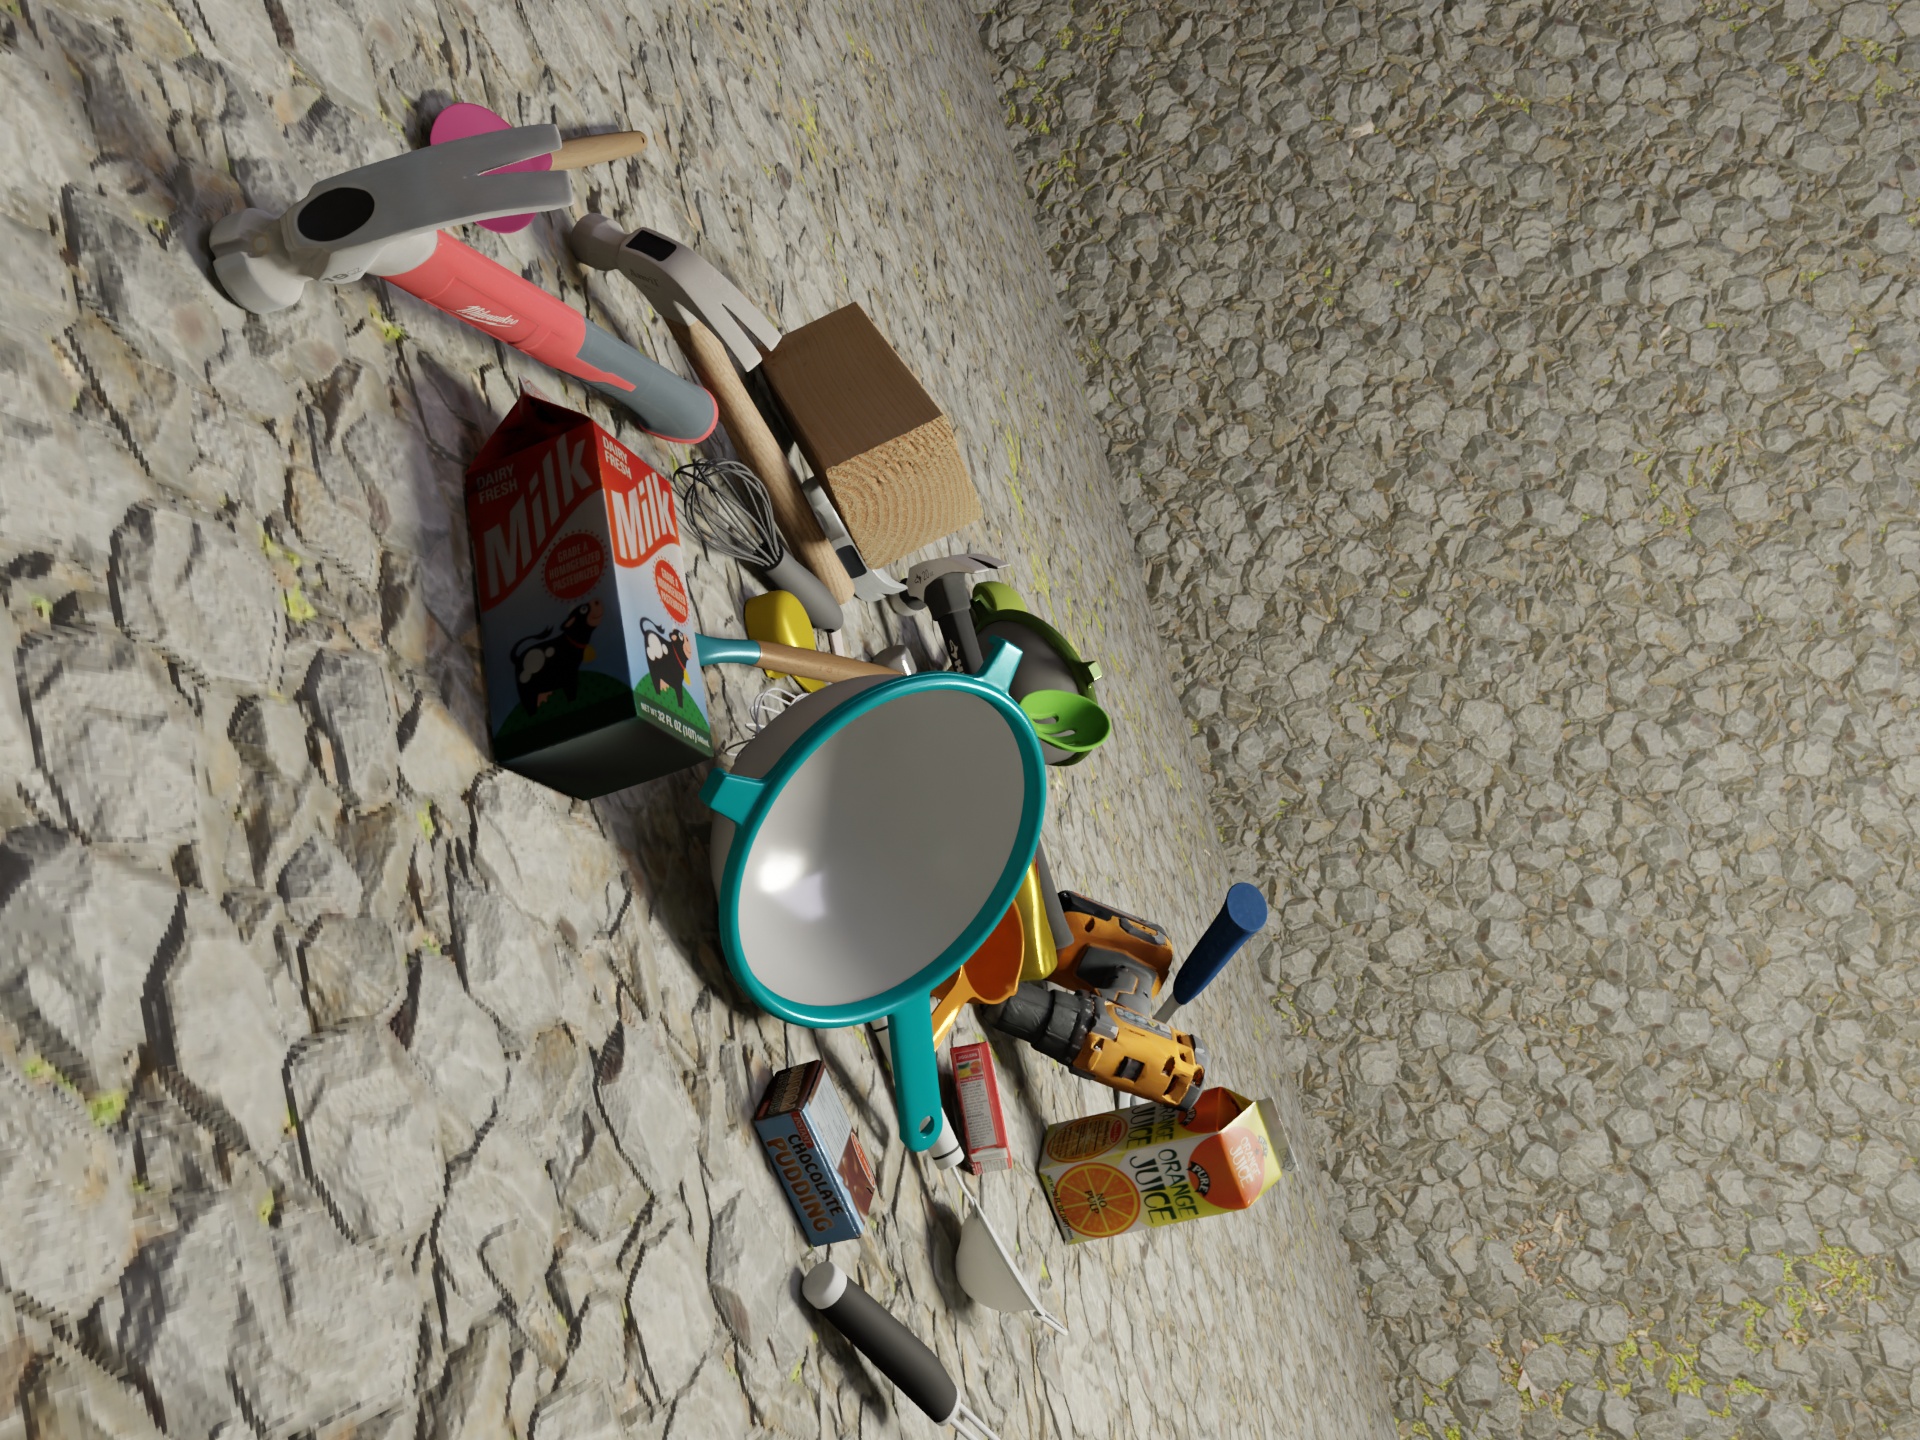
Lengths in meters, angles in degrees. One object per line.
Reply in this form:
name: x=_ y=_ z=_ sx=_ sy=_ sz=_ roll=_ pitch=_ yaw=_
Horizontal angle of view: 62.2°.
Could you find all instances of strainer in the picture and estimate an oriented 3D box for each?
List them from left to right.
strainer: x=-0.056 y=0.108 z=0.911 sx=0.095 sy=0.211 sz=0.340 roll=34 pitch=-40 yaw=42
strainer: x=-0.007 y=0.287 z=1.016 sx=0.087 sy=0.050 sz=0.258 roll=165 pitch=-100 yaw=-82
strainer: x=0.041 y=0.026 z=1.397 sx=0.069 sy=0.152 sz=0.256 roll=-31 pitch=139 yaw=-35

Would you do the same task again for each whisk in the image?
whisk: x=-0.123 y=-0.109 z=1.049 sx=0.238 sy=0.055 sz=0.055 roll=49 pitch=27 yaw=-65
whisk: x=-0.065 y=0.019 z=1.024 sx=0.284 sy=0.070 sz=0.070 roll=10 pitch=63 yaw=-69

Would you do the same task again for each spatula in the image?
spatula: x=-0.105 y=-0.042 z=0.978 sx=0.317 sy=0.044 sz=0.082 roll=9 pitch=59 yaw=-62

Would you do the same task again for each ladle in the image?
ladle: x=0.005 y=-0.064 z=1.501 sx=0.320 sy=0.062 sz=0.078 roll=-51 pitch=125 yaw=-65

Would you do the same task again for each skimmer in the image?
skimmer: x=0.001 y=0.426 z=0.897 sx=0.363 sy=0.090 sz=0.127 roll=53 pitch=24 yaw=-26

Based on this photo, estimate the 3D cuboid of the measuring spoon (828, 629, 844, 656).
measuring spoon: x=-0.085 y=-0.057 z=1.177 sx=0.034 sy=0.018 sz=0.124 roll=43 pitch=31 yaw=-62

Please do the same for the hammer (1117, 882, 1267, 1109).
hammer: x=0.198 y=0.254 z=1.436 sx=0.405 sy=0.035 sz=0.144 roll=107 pitch=-13 yaw=-59

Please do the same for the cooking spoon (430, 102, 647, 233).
cooking spoon: x=-0.239 y=-0.333 z=0.940 sx=0.319 sy=0.017 sz=0.068 roll=-72 pitch=142 yaw=-66

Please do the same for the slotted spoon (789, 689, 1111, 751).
slotted spoon: x=-0.002 y=-0.004 z=1.159 sx=0.313 sy=0.031 sz=0.070 roll=4 pitch=37 yaw=-46

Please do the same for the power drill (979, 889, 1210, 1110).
power drill: x=0.103 y=0.224 z=1.325 sx=0.226 sy=0.185 sz=0.084 roll=-91 pitch=-156 yaw=-71

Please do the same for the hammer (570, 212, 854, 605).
hammer: x=-0.133 y=-0.181 z=1.032 sx=0.130 sy=0.031 sz=0.331 roll=29 pitch=-20 yaw=31

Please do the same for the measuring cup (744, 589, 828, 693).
measuring cup: x=-0.096 y=-0.035 z=1.082 sx=0.156 sy=0.029 sz=0.062 roll=48 pitch=27 yaw=-52

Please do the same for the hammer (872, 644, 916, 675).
hammer: x=-0.045 y=0.078 z=1.132 sx=0.359 sy=0.037 sz=0.149 roll=-77 pitch=146 yaw=-64

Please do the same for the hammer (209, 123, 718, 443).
hammer: x=-0.182 y=-0.191 z=0.779 sx=0.386 sy=0.143 sz=0.038 roll=1 pitch=76 yaw=-79

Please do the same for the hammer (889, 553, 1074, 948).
hammer: x=0.031 y=0.024 z=1.295 sx=0.035 sy=0.146 sz=0.335 roll=-15 pitch=85 yaw=-31

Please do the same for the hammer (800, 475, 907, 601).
hammer: x=-0.076 y=-0.208 z=1.365 sx=0.331 sy=0.033 sz=0.128 roll=-83 pitch=150 yaw=-59

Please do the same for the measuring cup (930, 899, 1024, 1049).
measuring cup: x=-0.016 y=0.182 z=1.108 sx=0.174 sy=0.052 sz=0.095 roll=-52 pitch=127 yaw=-46
